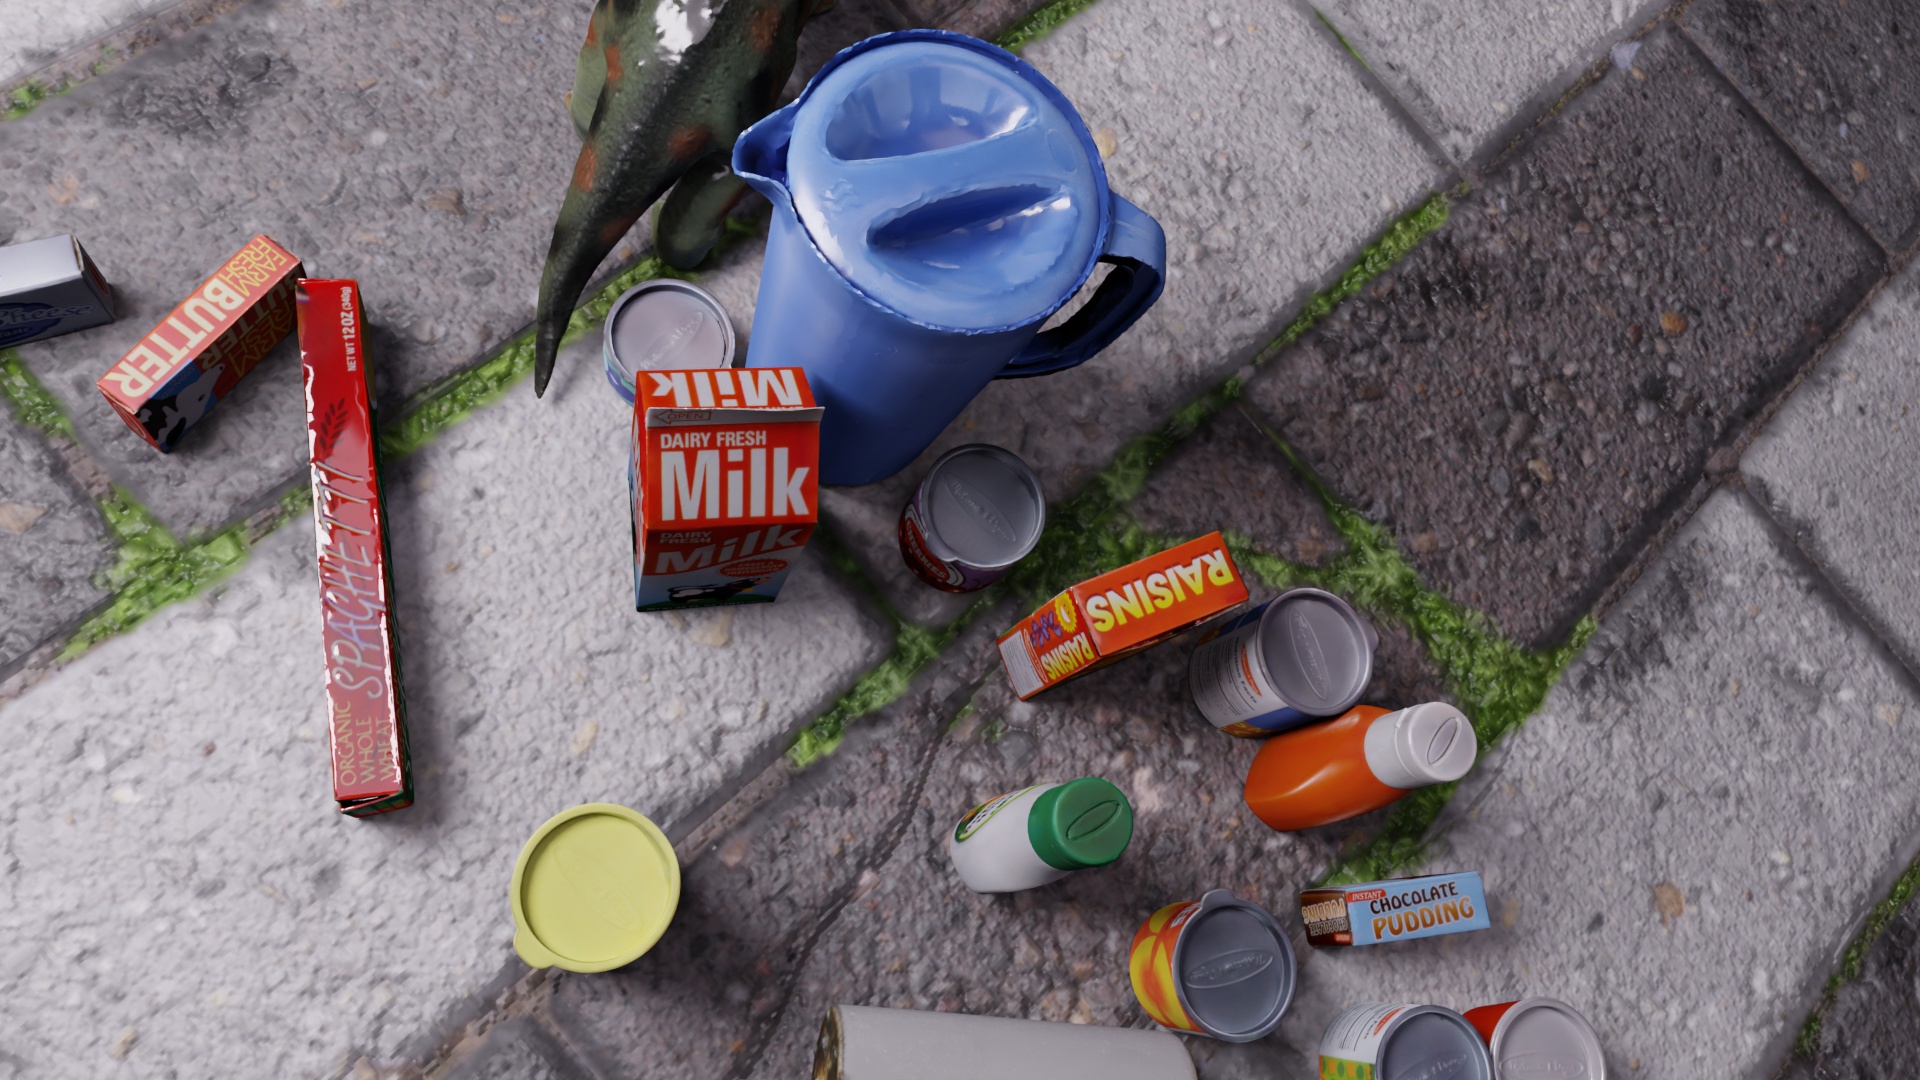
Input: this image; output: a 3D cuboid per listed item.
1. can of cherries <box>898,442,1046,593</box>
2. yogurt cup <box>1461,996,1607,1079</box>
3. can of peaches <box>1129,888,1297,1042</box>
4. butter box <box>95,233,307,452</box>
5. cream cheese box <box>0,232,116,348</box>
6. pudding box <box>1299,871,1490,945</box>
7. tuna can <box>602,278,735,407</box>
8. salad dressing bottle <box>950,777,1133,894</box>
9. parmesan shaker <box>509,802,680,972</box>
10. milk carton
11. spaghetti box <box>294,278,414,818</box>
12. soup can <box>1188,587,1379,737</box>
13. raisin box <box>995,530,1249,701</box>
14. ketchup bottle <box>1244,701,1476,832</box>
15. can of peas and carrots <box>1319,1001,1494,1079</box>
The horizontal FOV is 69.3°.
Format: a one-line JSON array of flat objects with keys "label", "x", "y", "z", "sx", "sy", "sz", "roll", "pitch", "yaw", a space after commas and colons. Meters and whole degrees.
[{"label": "can of cherries", "x": 0.003, "y": -0.009, "z": 0.724, "sx": 0.071, "sy": 0.058, "sz": 0.071, "roll": 4, "pitch": 73, "yaw": -15}, {"label": "yogurt cup", "x": 0.291, "y": 0.272, "z": 0.723, "sx": 0.072, "sy": 0.053, "sz": 0.072, "roll": 4, "pitch": 73, "yaw": -15}, {"label": "can of peaches", "x": 0.124, "y": 0.211, "z": 0.692, "sx": 0.071, "sy": 0.058, "sz": 0.071, "roll": 4, "pitch": 73, "yaw": -15}, {"label": "butter box", "x": -0.351, "y": -0.093, "z": 0.652, "sx": 0.024, "sy": 0.053, "sz": 0.104, "roll": 37, "pitch": 68, "yaw": -3}, {"label": "cream cheese box", "x": -0.447, "y": -0.106, "z": 0.629, "sx": 0.104, "sy": 0.053, "sz": 0.024, "roll": -19, "pitch": 80, "yaw": -20}, {"label": "pudding box", "x": 0.229, "y": 0.194, "z": 0.732, "sx": 0.084, "sy": 0.049, "sz": 0.030, "roll": -2, "pitch": 75, "yaw": -16}, {"label": "tuna can", "x": -0.150, "y": -0.098, "z": 0.722, "sx": 0.071, "sy": 0.032, "sz": 0.071, "roll": 4, "pitch": 73, "yaw": -15}, {"label": "salad dressing bottle", "x": 0.037, "y": 0.136, "z": 0.642, "sx": 0.064, "sy": 0.147, "sz": 0.044, "roll": -28, "pitch": 83, "yaw": -21}, {"label": "parmesan shaker", "x": -0.161, "y": 0.154, "z": 0.604, "sx": 0.071, "sy": 0.102, "sz": 0.071, "roll": 4, "pitch": 73, "yaw": -15}, {"label": "milk carton", "x": -0.110, "y": -0.025, "z": 0.626, "sx": 0.072, "sy": 0.190, "sz": 0.073, "roll": -3, "pitch": 75, "yaw": -17}, {"label": "spaghetti box", "x": -0.282, "y": 0.002, "z": 0.645, "sx": 0.029, "sy": 0.050, "sz": 0.250, "roll": -7, "pitch": 76, "yaw": -18}, {"label": "soup can", "x": 0.170, "y": 0.066, "z": 0.735, "sx": 0.071, "sy": 0.083, "sz": 0.071, "roll": 4, "pitch": 73, "yaw": -15}, {"label": "raisin box", "x": 0.077, "y": 0.040, "z": 0.695, "sx": 0.086, "sy": 0.123, "sz": 0.040, "roll": -19, "pitch": 80, "yaw": -20}, {"label": "ketchup bottle", "x": 0.198, "y": 0.110, "z": 0.695, "sx": 0.043, "sy": 0.148, "sz": 0.065, "roll": 41, "pitch": 68, "yaw": -1}, {"label": "can of peas and carrots", "x": 0.225, "y": 0.271, "z": 0.702, "sx": 0.071, "sy": 0.058, "sz": 0.071, "roll": 4, "pitch": 73, "yaw": -15}]
